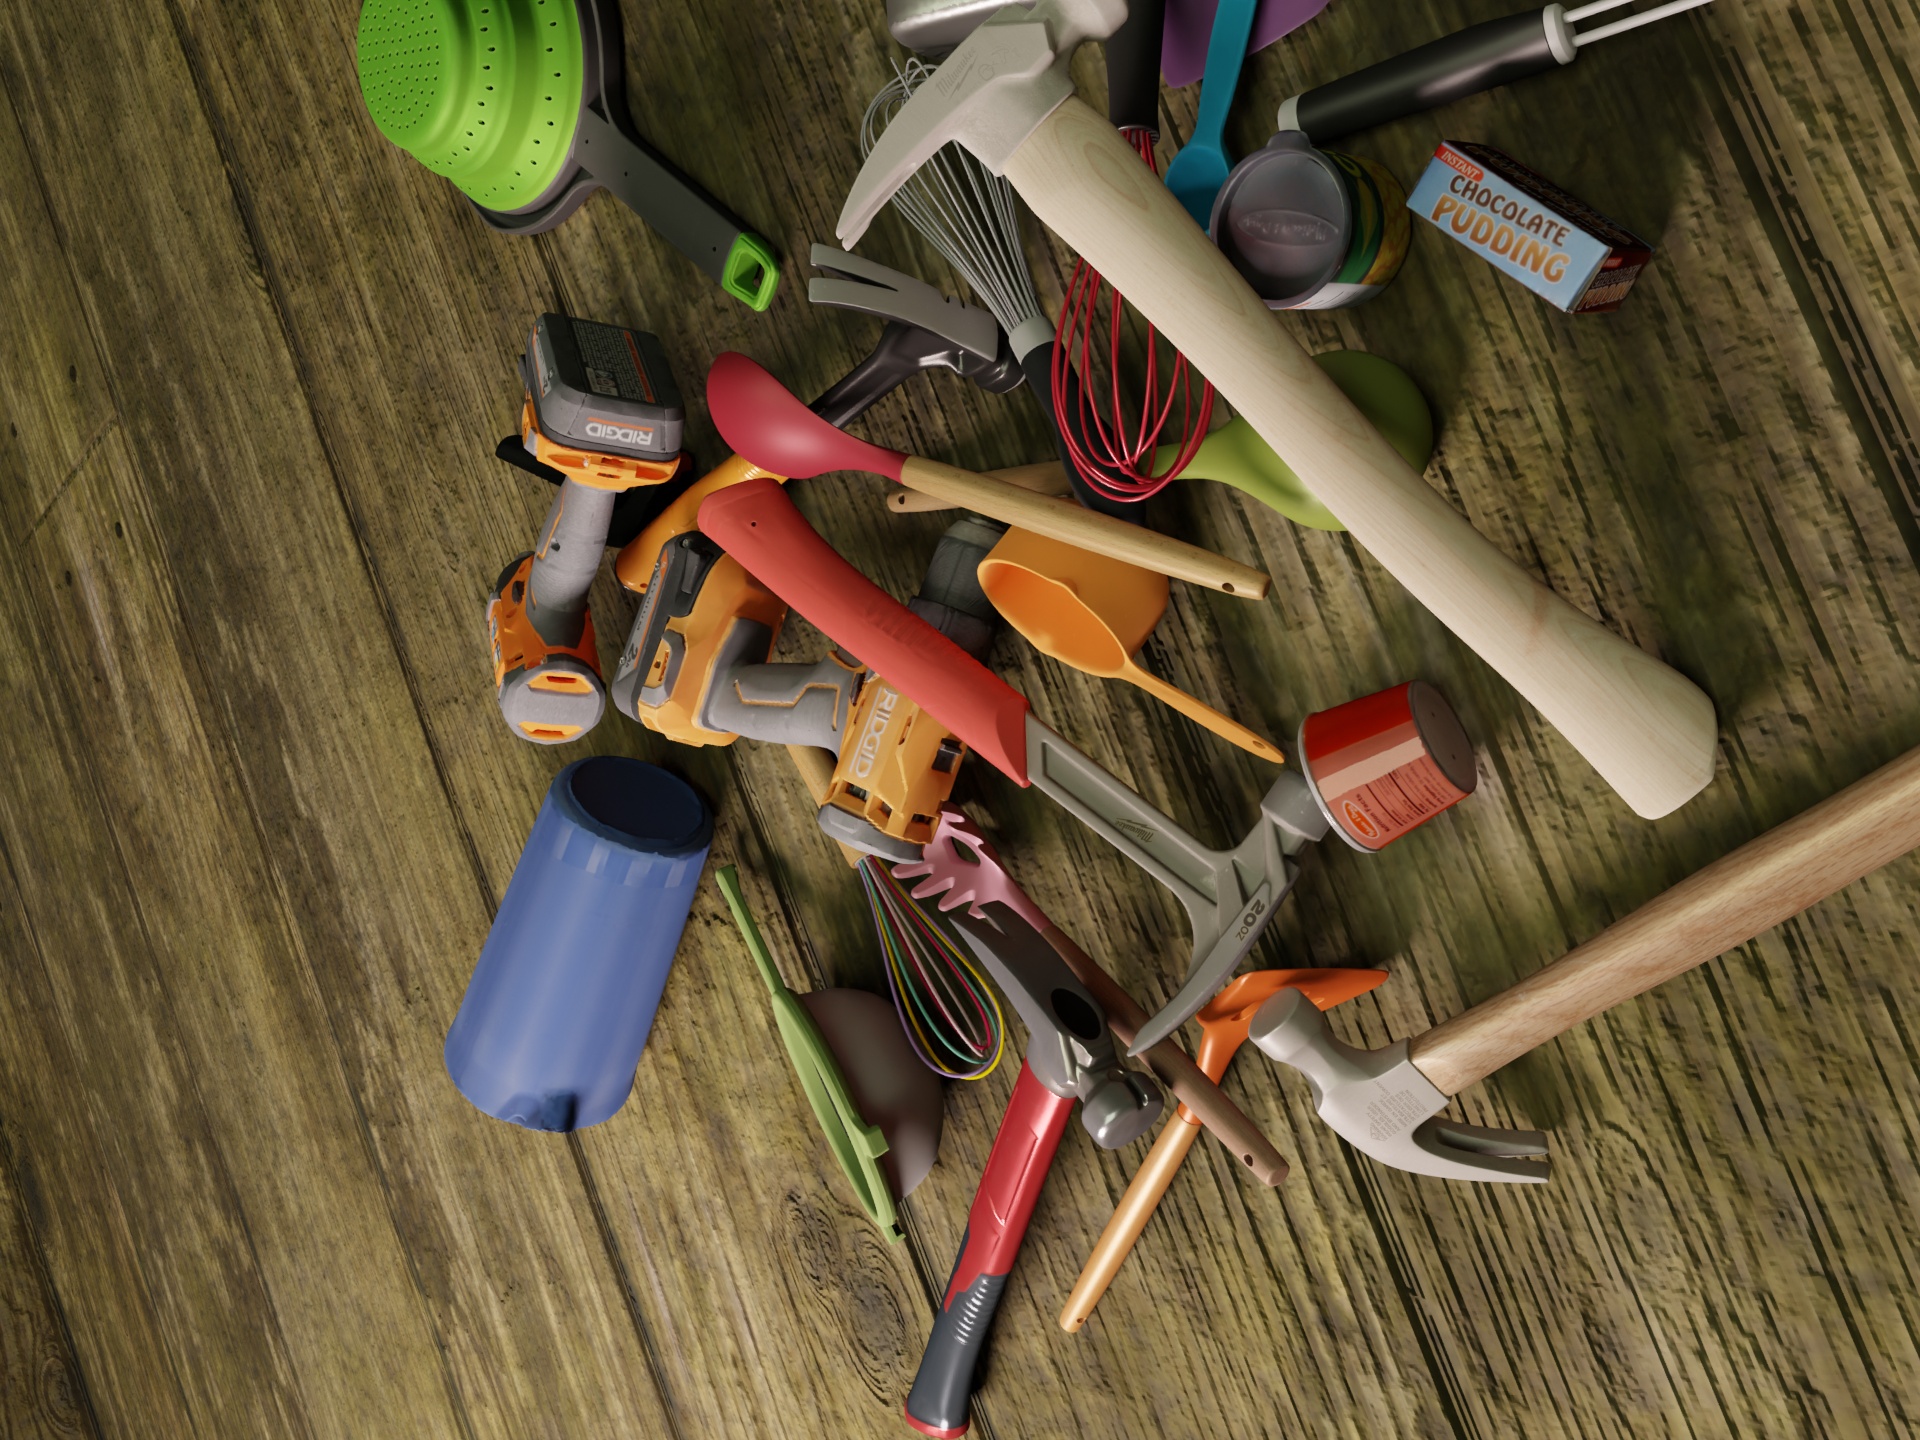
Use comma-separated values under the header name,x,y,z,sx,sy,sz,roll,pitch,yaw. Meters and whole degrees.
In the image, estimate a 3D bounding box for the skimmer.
name,x,y,z,sx,sy,sz,roll,pitch,yaw
skimmer,0.260,-0.248,0.553,0.363,0.090,0.127,-3,129,43

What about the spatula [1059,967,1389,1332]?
name,x,y,z,sx,sy,sz,roll,pitch,yaw
spatula,0.113,0.226,0.820,0.041,0.081,0.322,-115,37,-47

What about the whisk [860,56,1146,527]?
name,x,y,z,sx,sy,sz,roll,pitch,yaw
whisk,0.024,-0.207,0.766,0.070,0.070,0.285,-39,66,39

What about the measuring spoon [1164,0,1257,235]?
name,x,y,z,sx,sy,sz,roll,pitch,yaw
measuring spoon,0.121,-0.280,0.708,0.042,0.021,0.128,35,123,43

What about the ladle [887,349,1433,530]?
name,x,y,z,sx,sy,sz,roll,pitch,yaw
ladle,0.080,-0.122,0.779,0.320,0.062,0.078,1,98,48

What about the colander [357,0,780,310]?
name,x,y,z,sx,sy,sz,roll,pitch,yaw
colander,-0.260,-0.365,0.971,0.397,0.094,0.204,44,125,25

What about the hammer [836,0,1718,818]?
name,x,y,z,sx,sy,sz,roll,pitch,yaw
hammer,0.135,-0.110,0.634,0.146,0.038,0.410,-44,89,7

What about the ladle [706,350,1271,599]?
name,x,y,z,sx,sy,sz,roll,pitch,yaw
ladle,-0.002,-0.109,0.741,0.315,0.031,0.069,22,146,26

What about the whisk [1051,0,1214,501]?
name,x,y,z,sx,sy,sz,roll,pitch,yaw
whisk,0.078,-0.240,0.705,0.073,0.073,0.296,-7,79,41

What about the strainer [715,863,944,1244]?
name,x,y,z,sx,sy,sz,roll,pitch,yaw
strainer,-0.074,0.177,0.964,0.257,0.069,0.151,57,163,34

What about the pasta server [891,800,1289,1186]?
name,x,y,z,sx,sy,sz,roll,pitch,yaw
pasta server,0.053,0.127,0.805,0.317,0.040,0.060,42,134,46

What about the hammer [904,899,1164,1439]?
name,x,y,z,sx,sy,sz,roll,pitch,yaw
hammer,0.009,0.273,0.878,0.143,0.038,0.386,50,141,36

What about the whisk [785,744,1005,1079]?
name,x,y,z,sx,sy,sz,roll,pitch,yaw
whisk,-0.041,0.097,0.928,0.245,0.051,0.047,59,139,20

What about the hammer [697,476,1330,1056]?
name,x,y,z,sx,sy,sz,roll,pitch,yaw
hammer,-0.001,-0.002,0.781,0.359,0.036,0.149,37,96,21

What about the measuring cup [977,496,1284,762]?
name,x,y,z,sx,sy,sz,roll,pitch,yaw
measuring cup,0.093,-0.045,0.769,0.173,0.052,0.095,33,165,6

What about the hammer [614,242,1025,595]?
name,x,y,z,sx,sy,sz,roll,pitch,yaw
hammer,-0.114,-0.148,0.896,0.337,0.127,0.034,-28,55,47

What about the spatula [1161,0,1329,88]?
name,x,y,z,sx,sy,sz,roll,pitch,yaw
spatula,0.203,-0.342,0.629,0.316,0.018,0.060,-12,90,43

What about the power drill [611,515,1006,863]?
name,x,y,z,sx,sy,sz,roll,pitch,yaw
power drill,-0.078,-0.043,0.888,0.226,0.084,0.185,23,93,36

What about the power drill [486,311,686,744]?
name,x,y,z,sx,sy,sz,roll,pitch,yaw
power drill,-0.236,-0.121,0.955,0.226,0.084,0.164,-68,30,30

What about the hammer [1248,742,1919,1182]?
name,x,y,z,sx,sy,sz,roll,pitch,yaw
hammer,0.279,0.090,0.633,0.130,0.031,0.331,44,123,-8
